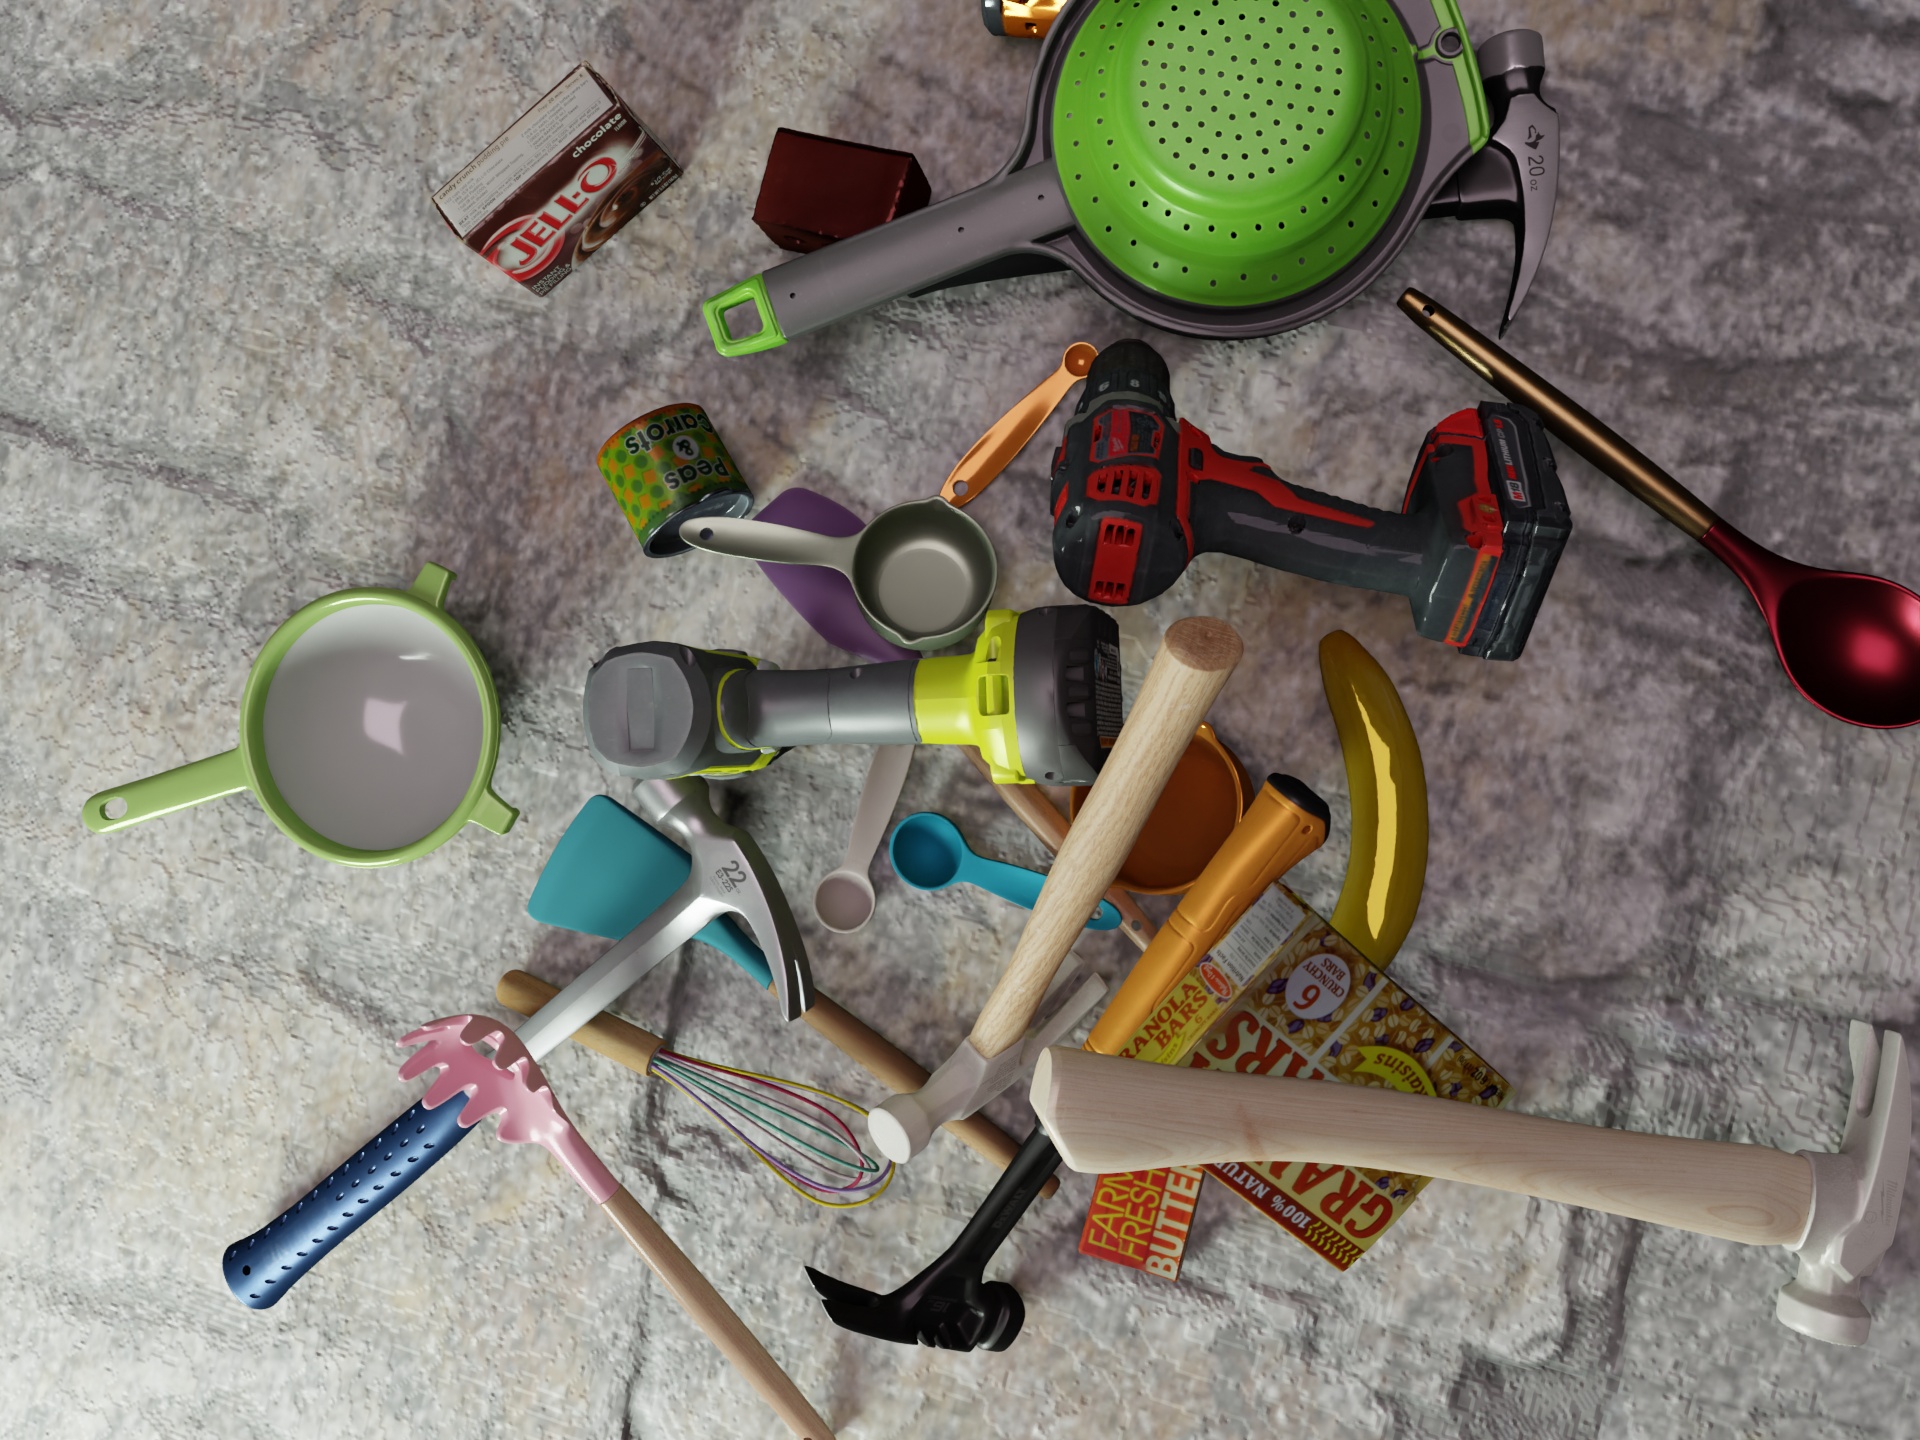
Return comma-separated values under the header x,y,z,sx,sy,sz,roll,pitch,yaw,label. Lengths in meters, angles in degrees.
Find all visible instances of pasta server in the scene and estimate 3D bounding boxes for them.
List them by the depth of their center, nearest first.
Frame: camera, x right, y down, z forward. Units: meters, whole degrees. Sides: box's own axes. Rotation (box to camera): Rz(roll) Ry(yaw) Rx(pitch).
x,y,z,sx,sy,sz,roll,pitch,yaw,label
-0.165,0.265,0.807,0.060,0.040,0.316,-30,103,30,pasta server

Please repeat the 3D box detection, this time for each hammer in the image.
x,y,z,sx,sy,sz,roll,pitch,yaw,label
0.234,0.180,0.708,0.410,0.038,0.146,11,89,-11,hammer
0.050,0.079,0.713,0.031,0.130,0.331,45,138,22,hammer
0.061,0.165,0.759,0.337,0.127,0.034,-56,39,11,hammer
0.133,-0.254,0.820,0.335,0.035,0.146,-5,86,11,hammer
-0.249,0.196,0.846,0.405,0.035,0.144,-40,82,15,hammer

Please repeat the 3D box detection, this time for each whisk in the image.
x,y,z,sx,sy,sz,roll,pitch,yaw,label
-0.147,0.194,0.853,0.245,0.051,0.047,22,98,14,whisk

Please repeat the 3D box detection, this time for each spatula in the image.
x,y,z,sx,sy,sz,roll,pitch,yaw,label
-0.082,0.156,0.840,0.317,0.044,0.082,35,102,9,spatula
-0.001,-0.003,0.844,0.060,0.018,0.316,-41,80,-1,spatula

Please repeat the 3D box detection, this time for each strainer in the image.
x,y,z,sx,sy,sz,roll,pitch,yaw,label
-0.362,0.019,0.888,0.256,0.069,0.151,-17,87,11,strainer

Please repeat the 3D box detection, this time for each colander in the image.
x,y,z,sx,sy,sz,roll,pitch,yaw,label
0.052,-0.260,0.754,0.397,0.094,0.204,-19,93,9,colander

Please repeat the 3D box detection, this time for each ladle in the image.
x,y,z,sx,sy,sz,roll,pitch,yaw,label
0.336,-0.107,0.762,0.315,0.031,0.069,39,95,4,ladle

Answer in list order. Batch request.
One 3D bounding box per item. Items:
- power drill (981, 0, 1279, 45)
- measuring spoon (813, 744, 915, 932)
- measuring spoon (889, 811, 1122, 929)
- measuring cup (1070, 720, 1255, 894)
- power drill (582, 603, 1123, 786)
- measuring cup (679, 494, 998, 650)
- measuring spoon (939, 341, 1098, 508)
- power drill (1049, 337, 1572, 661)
x,y,z,sx,sy,sz,roll,pitch,yaw,label
0.105,-0.461,0.813,0.164,0.084,0.226,9,94,11,power drill
-0.046,0.054,0.855,0.034,0.018,0.124,18,84,13,measuring spoon
0.025,0.081,0.832,0.128,0.021,0.042,19,103,12,measuring spoon
0.073,0.023,0.816,0.174,0.052,0.095,35,96,26,measuring cup
-0.040,-0.006,0.760,0.228,0.190,0.080,-2,88,13,power drill
-0.063,-0.081,0.836,0.167,0.038,0.083,10,75,3,measuring cup
0.031,-0.156,0.850,0.117,0.011,0.021,-46,80,10,measuring spoon
0.157,-0.117,0.761,0.226,0.188,0.080,8,131,2,power drill
